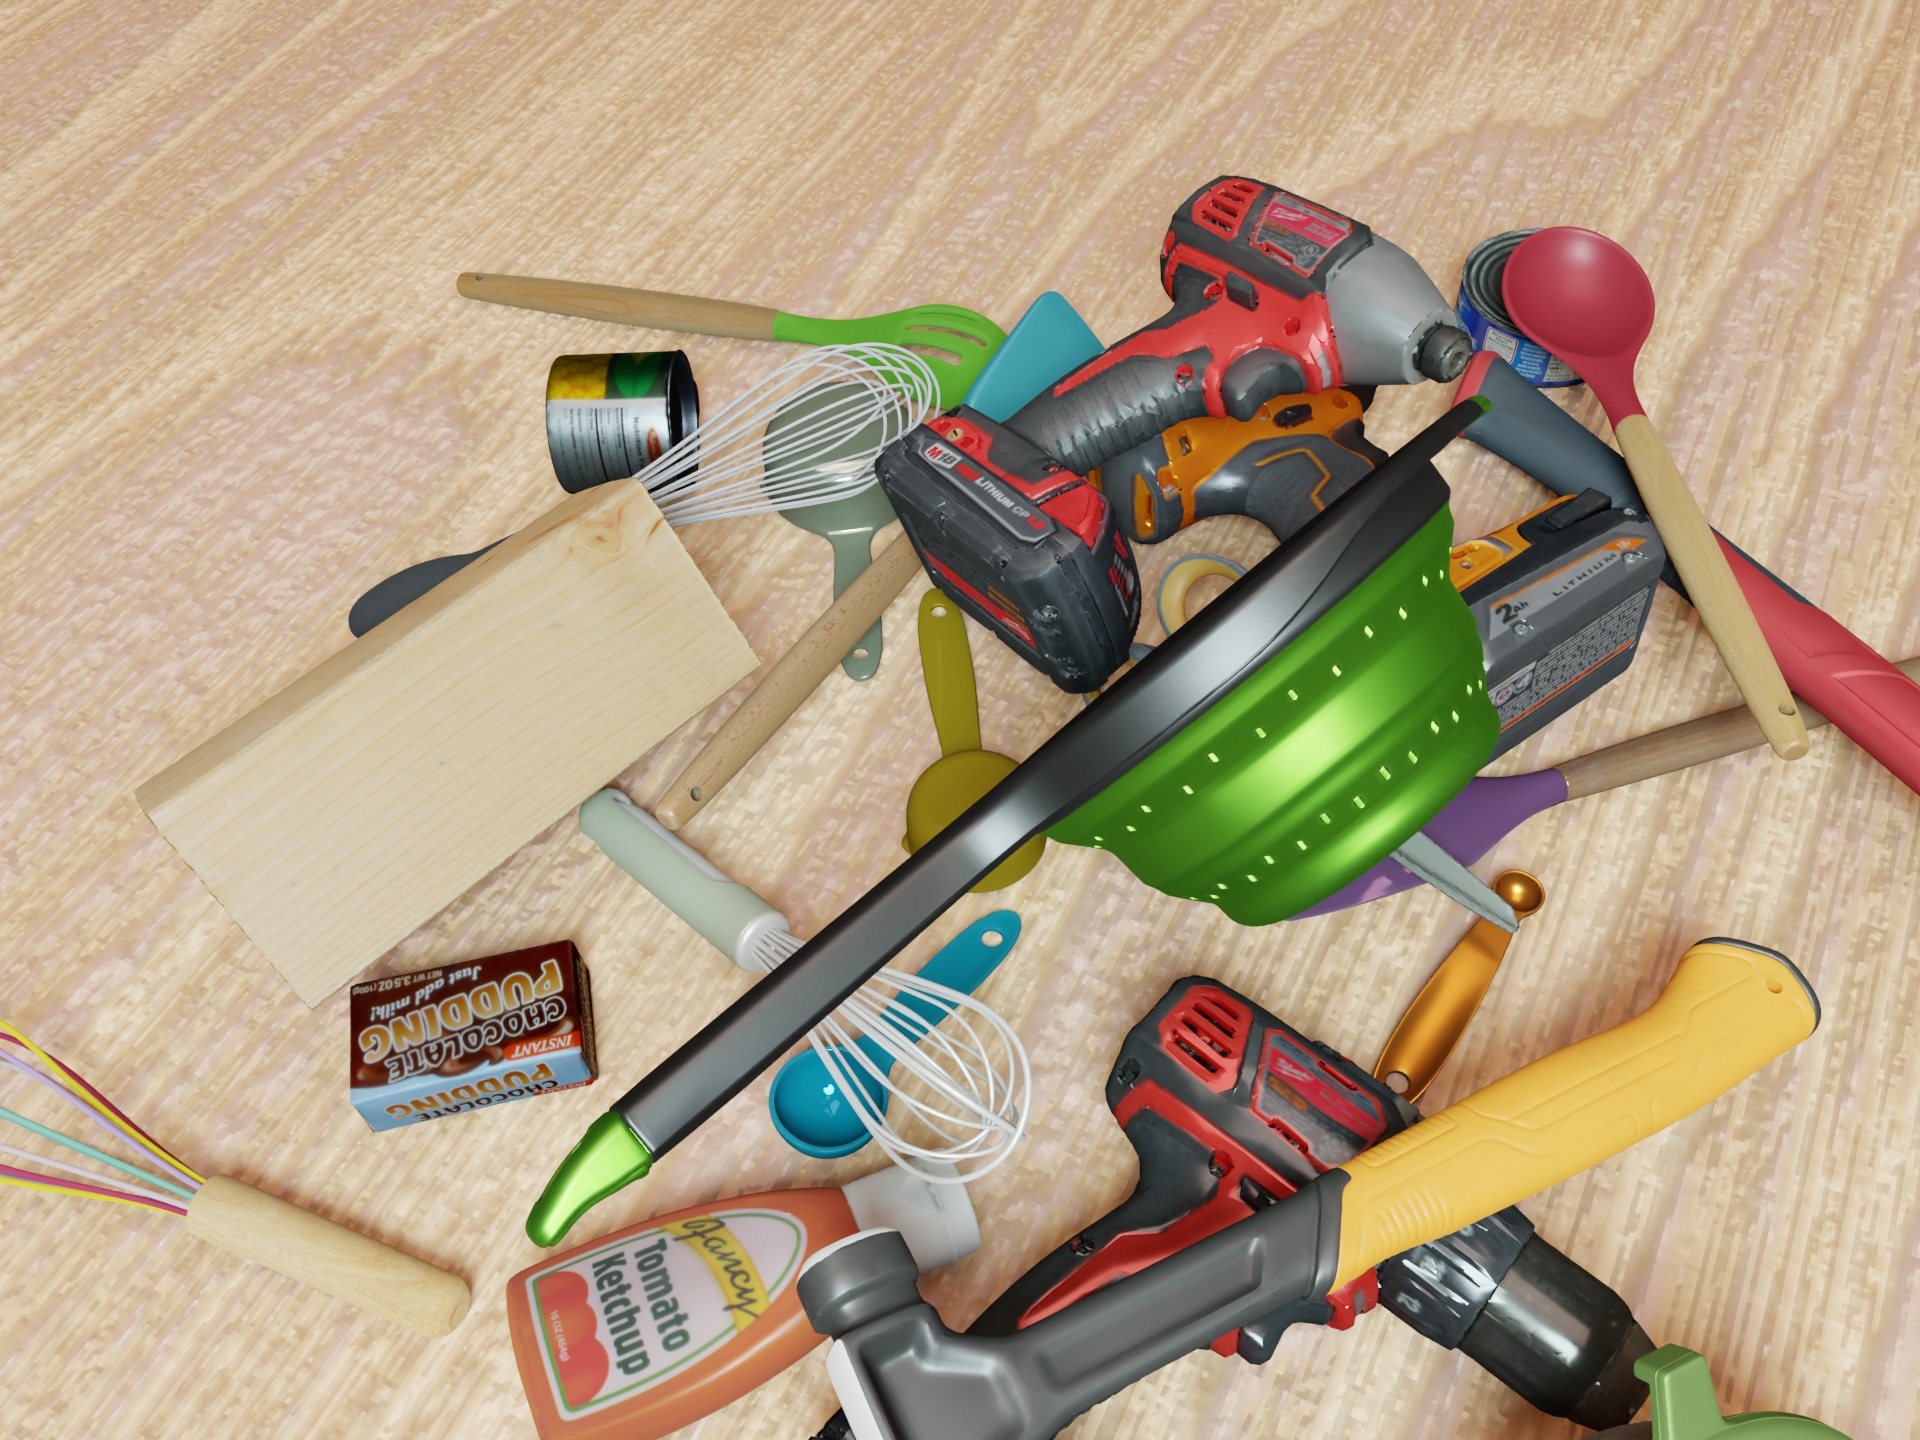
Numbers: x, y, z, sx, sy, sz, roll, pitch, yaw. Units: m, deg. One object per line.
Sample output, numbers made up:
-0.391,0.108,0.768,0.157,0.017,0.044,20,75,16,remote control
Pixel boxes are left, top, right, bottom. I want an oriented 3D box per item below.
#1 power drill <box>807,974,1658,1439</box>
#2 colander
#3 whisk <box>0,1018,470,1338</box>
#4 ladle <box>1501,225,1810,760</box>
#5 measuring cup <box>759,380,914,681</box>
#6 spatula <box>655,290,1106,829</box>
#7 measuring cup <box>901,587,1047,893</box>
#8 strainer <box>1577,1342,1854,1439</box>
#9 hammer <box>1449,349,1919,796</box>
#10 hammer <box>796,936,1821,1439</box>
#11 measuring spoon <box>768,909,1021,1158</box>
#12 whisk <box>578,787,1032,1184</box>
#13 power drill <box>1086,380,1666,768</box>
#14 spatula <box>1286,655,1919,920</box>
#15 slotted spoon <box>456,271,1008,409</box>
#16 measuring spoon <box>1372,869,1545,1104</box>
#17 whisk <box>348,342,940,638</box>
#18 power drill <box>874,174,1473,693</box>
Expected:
0.081,0.202,0.479,0.188,0.080,0.227,35,59,25,power drill
0.050,0.049,0.498,0.397,0.204,0.094,-39,88,-23,colander
-0.279,0.156,0.553,0.245,0.051,0.047,18,51,12,whisk
0.290,-0.107,0.665,0.069,0.031,0.316,-4,49,2,ladle
-0.052,-0.092,0.725,0.083,0.038,0.168,-6,52,-1,measuring cup
-0.025,-0.067,0.683,0.044,0.082,0.318,-15,30,50,spatula
-0.001,-0.002,0.660,0.062,0.029,0.157,-8,55,-3,measuring cup
0.154,0.292,0.415,0.151,0.069,0.256,39,77,-21,strainer
0.344,-0.044,0.647,0.143,0.038,0.387,-21,50,-15,hammer
0.129,0.146,0.461,0.337,0.034,0.127,-19,58,-22,hammer
-0.019,0.115,0.588,0.042,0.021,0.128,32,52,24,measuring spoon
-0.066,0.083,0.572,0.247,0.057,0.059,31,89,38,whisk
0.183,-0.094,0.687,0.164,0.084,0.227,-31,52,-18,power drill
0.262,0.017,0.640,0.316,0.018,0.060,-15,46,-7,spatula
-0.120,-0.207,0.823,0.314,0.031,0.070,11,55,13,slotted spoon
0.183,0.101,0.589,0.021,0.011,0.117,31,64,22,measuring spoon
-0.141,-0.093,0.700,0.284,0.070,0.070,-22,54,6,whisk
0.088,-0.121,0.634,0.219,0.078,0.143,-42,52,-10,power drill
